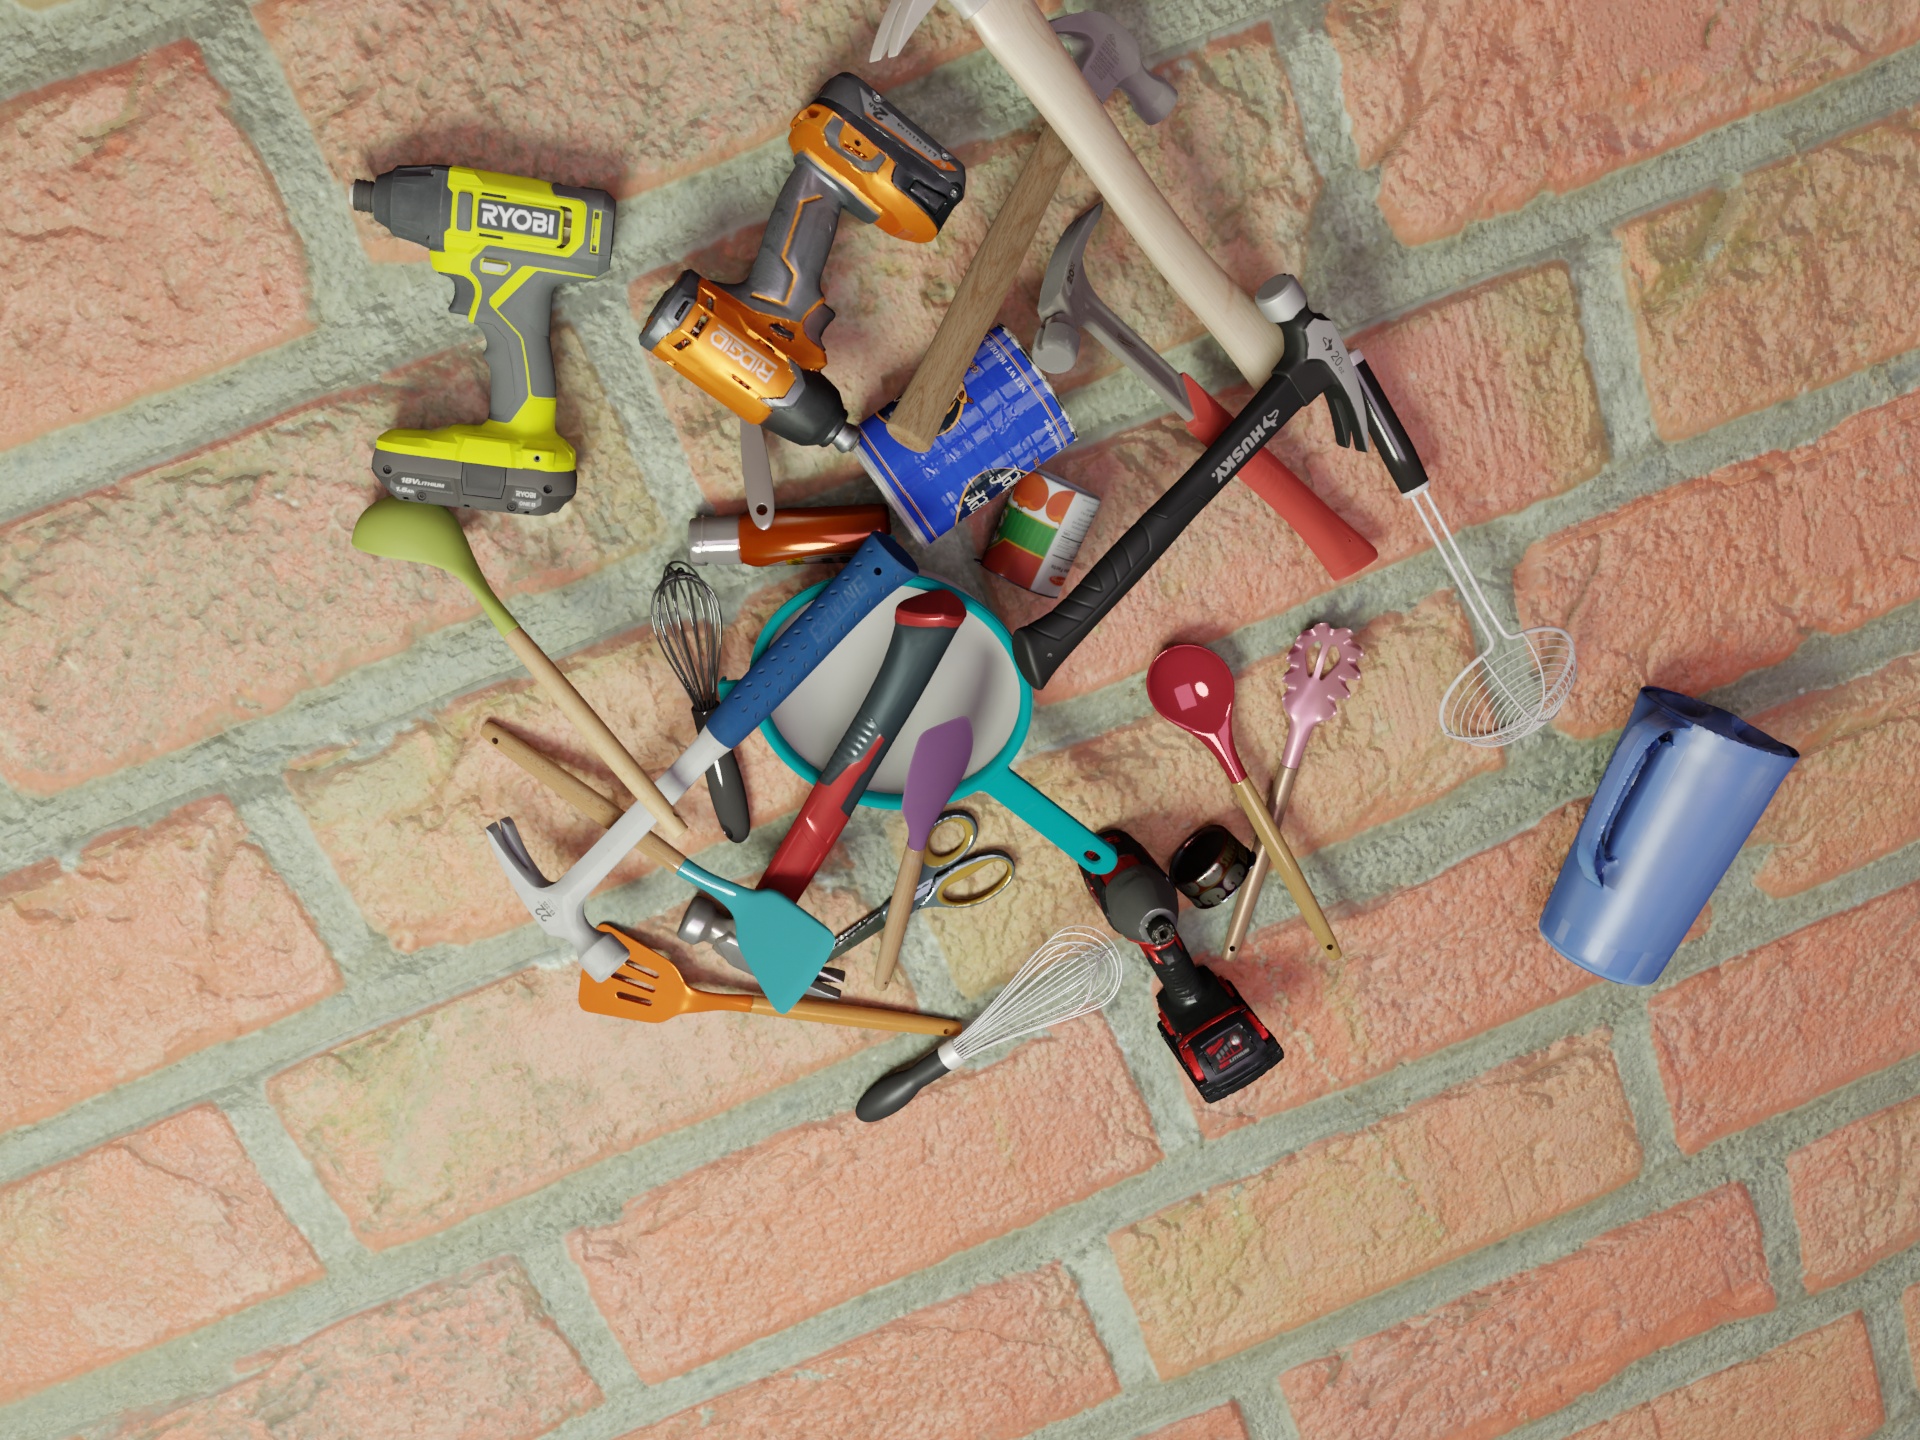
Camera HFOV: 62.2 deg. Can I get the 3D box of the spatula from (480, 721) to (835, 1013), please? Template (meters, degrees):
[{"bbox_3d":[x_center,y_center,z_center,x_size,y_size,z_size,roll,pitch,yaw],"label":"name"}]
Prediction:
[{"bbox_3d":[-0.236,0.098,1.207,0.317,0.044,0.082,35,111,0],"label":"spatula"}]

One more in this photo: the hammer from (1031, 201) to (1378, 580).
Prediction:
[{"bbox_3d":[0.196,-0.226,1.203,0.358,0.149,0.037,35,144,-28],"label":"hammer"}]

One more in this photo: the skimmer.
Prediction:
[{"bbox_3d":[0.388,-0.137,1.294,0.127,0.090,0.363,-31,101,3],"label":"skimmer"}]

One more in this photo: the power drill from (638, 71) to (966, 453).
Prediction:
[{"bbox_3d":[-0.093,-0.304,1.095,0.164,0.084,0.226,35,85,-19],"label":"power drill"}]

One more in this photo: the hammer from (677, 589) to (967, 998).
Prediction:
[{"bbox_3d":[-0.080,0.063,1.199,0.143,0.038,0.386,25,124,-11],"label":"hammer"}]

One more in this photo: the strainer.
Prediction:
[{"bbox_3d":[-0.002,-0.004,1.227,0.340,0.095,0.211,38,120,-21],"label":"strainer"}]

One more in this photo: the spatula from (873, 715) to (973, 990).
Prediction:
[{"bbox_3d":[-0.037,0.112,1.240,0.060,0.018,0.315,-20,143,-32],"label":"spatula"}]

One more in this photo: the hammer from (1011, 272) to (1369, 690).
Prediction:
[{"bbox_3d":[0.160,-0.151,1.140,0.335,0.035,0.146,-47,122,-5],"label":"hammer"}]

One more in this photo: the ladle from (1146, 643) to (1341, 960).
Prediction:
[{"bbox_3d":[0.244,0.070,1.319,0.069,0.031,0.315,-26,104,18],"label":"ladle"}]

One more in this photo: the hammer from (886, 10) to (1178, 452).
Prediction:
[{"bbox_3d":[0.034,-0.335,1.087,0.130,0.031,0.331,32,81,-35],"label":"hammer"}]

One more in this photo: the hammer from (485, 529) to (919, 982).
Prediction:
[{"bbox_3d":[-0.185,0.014,1.145,0.144,0.035,0.405,46,109,1],"label":"hammer"}]

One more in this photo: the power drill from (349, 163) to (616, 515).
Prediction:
[{"bbox_3d":[-0.334,-0.263,1.096,0.171,0.080,0.223,6,104,-12],"label":"power drill"}]

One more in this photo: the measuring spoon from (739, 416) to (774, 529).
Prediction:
[{"bbox_3d":[-0.151,-0.200,1.153,0.034,0.018,0.124,-9,86,-1],"label":"measuring spoon"}]

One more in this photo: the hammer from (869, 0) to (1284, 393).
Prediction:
[{"bbox_3d":[0.109,-0.361,1.093,0.410,0.038,0.146,42,77,-34],"label":"hammer"}]

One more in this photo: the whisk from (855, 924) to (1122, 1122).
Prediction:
[{"bbox_3d":[0.019,0.264,1.332,0.284,0.070,0.070,-37,112,20],"label":"whisk"}]

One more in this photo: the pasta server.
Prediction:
[{"bbox_3d":[0.269,0.065,1.338,0.060,0.040,0.316,16,108,6],"label":"pasta server"}]

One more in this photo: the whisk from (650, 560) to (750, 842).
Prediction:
[{"bbox_3d":[-0.193,-0.010,1.224,0.055,0.055,0.238,-12,115,-6],"label":"whisk"}]

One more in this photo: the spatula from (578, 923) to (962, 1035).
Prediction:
[{"bbox_3d":[-0.153,0.234,1.330,0.322,0.041,0.081,11,107,-18],"label":"spatula"}]

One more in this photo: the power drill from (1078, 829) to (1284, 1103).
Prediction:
[{"bbox_3d":[0.178,0.202,1.314,0.078,0.143,0.219,-32,114,-1],"label":"power drill"}]

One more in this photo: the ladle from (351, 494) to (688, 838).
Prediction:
[{"bbox_3d":[-0.309,-0.034,1.129,0.062,0.078,0.320,-40,91,19],"label":"ladle"}]
